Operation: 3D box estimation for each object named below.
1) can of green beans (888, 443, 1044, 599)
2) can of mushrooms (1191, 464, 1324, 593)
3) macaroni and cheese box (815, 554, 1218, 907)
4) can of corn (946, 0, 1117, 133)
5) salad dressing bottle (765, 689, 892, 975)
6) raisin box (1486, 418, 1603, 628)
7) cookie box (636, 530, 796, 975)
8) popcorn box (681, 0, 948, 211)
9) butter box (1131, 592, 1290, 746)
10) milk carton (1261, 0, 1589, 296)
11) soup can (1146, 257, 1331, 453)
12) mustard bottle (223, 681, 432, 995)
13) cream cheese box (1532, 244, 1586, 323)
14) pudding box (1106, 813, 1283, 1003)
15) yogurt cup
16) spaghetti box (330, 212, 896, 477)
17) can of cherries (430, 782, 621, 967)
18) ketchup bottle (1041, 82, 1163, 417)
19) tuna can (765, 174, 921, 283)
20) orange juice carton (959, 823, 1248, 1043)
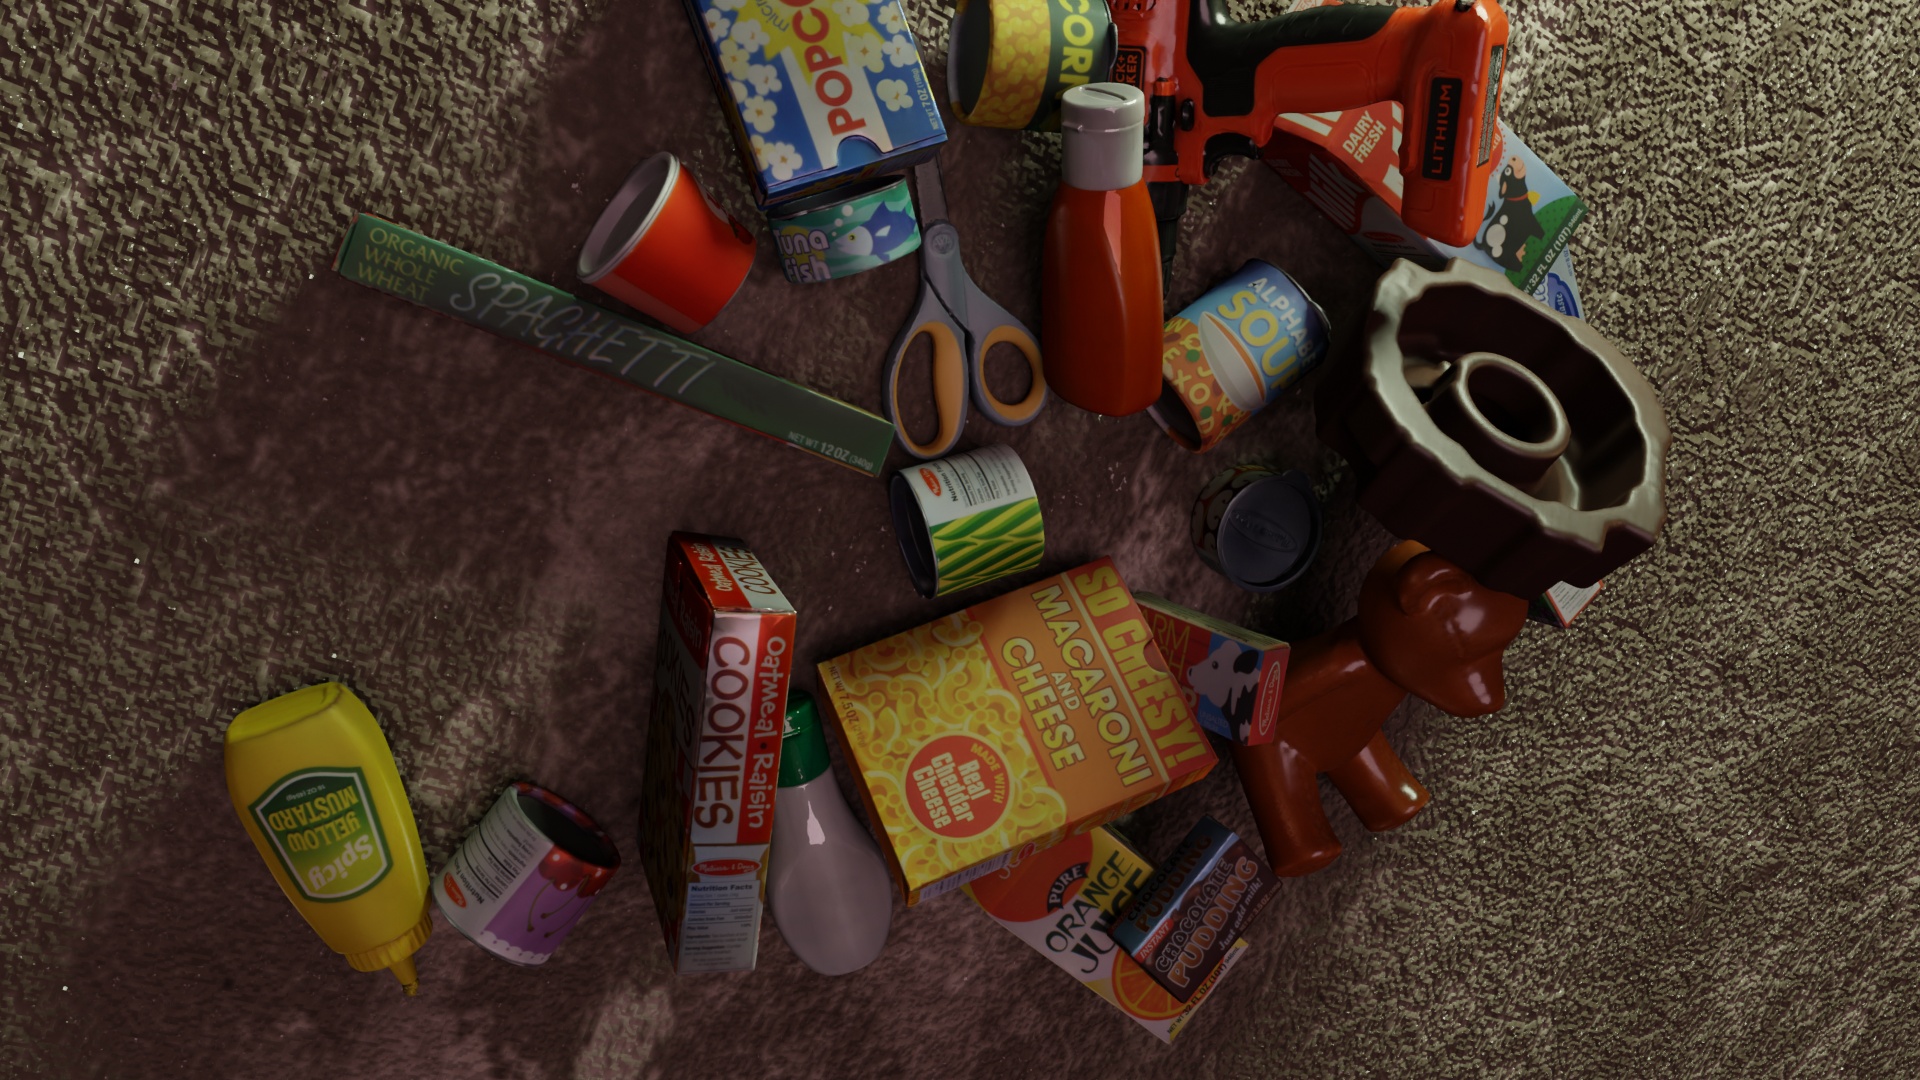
[{"bbox_3d":[0.003,-0.010,0.688,0.058,0.071,0.071,-16,109,-16],"label":"can of green beans"},{"bbox_3d":[0.164,-0.009,0.764,0.071,0.033,0.070,-5,106,-18],"label":"can of mushrooms"},{"bbox_3d":[0.027,0.092,0.699,0.167,0.040,0.124,-20,67,-14],"label":"macaroni and cheese box"},{"bbox_3d":[0.031,-0.223,0.640,0.058,0.071,0.071,0,104,-19],"label":"can of corn"},{"bbox_3d":[-0.075,0.150,0.715,0.064,0.044,0.147,-16,108,-13],"label":"salad dressing bottle"},{"bbox_3d":[0.293,-0.014,0.780,0.040,0.086,0.123,-42,114,-11],"label":"raisin box"},{"bbox_3d":[-0.117,0.092,0.641,0.040,0.123,0.167,3,103,-21],"label":"cookie box"},{"bbox_3d":[-0.068,-0.217,0.605,0.085,0.038,0.126,-21,92,-15],"label":"popcorn box"},{"bbox_3d":[0.123,0.066,0.732,0.024,0.103,0.053,-1,104,-39],"label":"butter box"},{"bbox_3d":[0.223,-0.197,0.714,0.190,0.073,0.072,32,92,-24],"label":"milk carton"},{"bbox_3d":[0.137,-0.094,0.711,0.084,0.071,0.071,-37,113,-7],"label":"soup can"},{"bbox_3d":[-0.278,0.146,0.637,0.065,0.049,0.159,-21,110,-12],"label":"mustard bottle"},{"bbox_3d":[0.330,-0.122,0.799,0.053,0.024,0.103,-27,111,-10],"label":"cream cheese box"},{"bbox_3d":[0.122,0.191,0.723,0.084,0.030,0.049,-47,112,-10],"label":"pudding box"},{"bbox_3d":[-0.127,-0.128,0.613,0.054,0.072,0.072,36,91,-32],"label":"yogurt cup"},{"bbox_3d":[-0.148,-0.085,0.623,0.250,0.050,0.028,20,95,-23],"label":"spaghetti box"},{"bbox_3d":[-0.204,0.158,0.660,0.071,0.071,0.058,39,88,-24],"label":"can of cherries"},{"bbox_3d":[0.065,-0.134,0.647,0.044,0.065,0.148,-27,131,-30],"label":"ketchup bottle"},{"bbox_3d":[-0.054,-0.141,0.631,0.071,0.071,0.032,-21,111,-13],"label":"tuna can"},{"bbox_3d":[0.060,0.185,0.756,0.192,0.073,0.072,41,87,-24],"label":"orange juice carton"}]
